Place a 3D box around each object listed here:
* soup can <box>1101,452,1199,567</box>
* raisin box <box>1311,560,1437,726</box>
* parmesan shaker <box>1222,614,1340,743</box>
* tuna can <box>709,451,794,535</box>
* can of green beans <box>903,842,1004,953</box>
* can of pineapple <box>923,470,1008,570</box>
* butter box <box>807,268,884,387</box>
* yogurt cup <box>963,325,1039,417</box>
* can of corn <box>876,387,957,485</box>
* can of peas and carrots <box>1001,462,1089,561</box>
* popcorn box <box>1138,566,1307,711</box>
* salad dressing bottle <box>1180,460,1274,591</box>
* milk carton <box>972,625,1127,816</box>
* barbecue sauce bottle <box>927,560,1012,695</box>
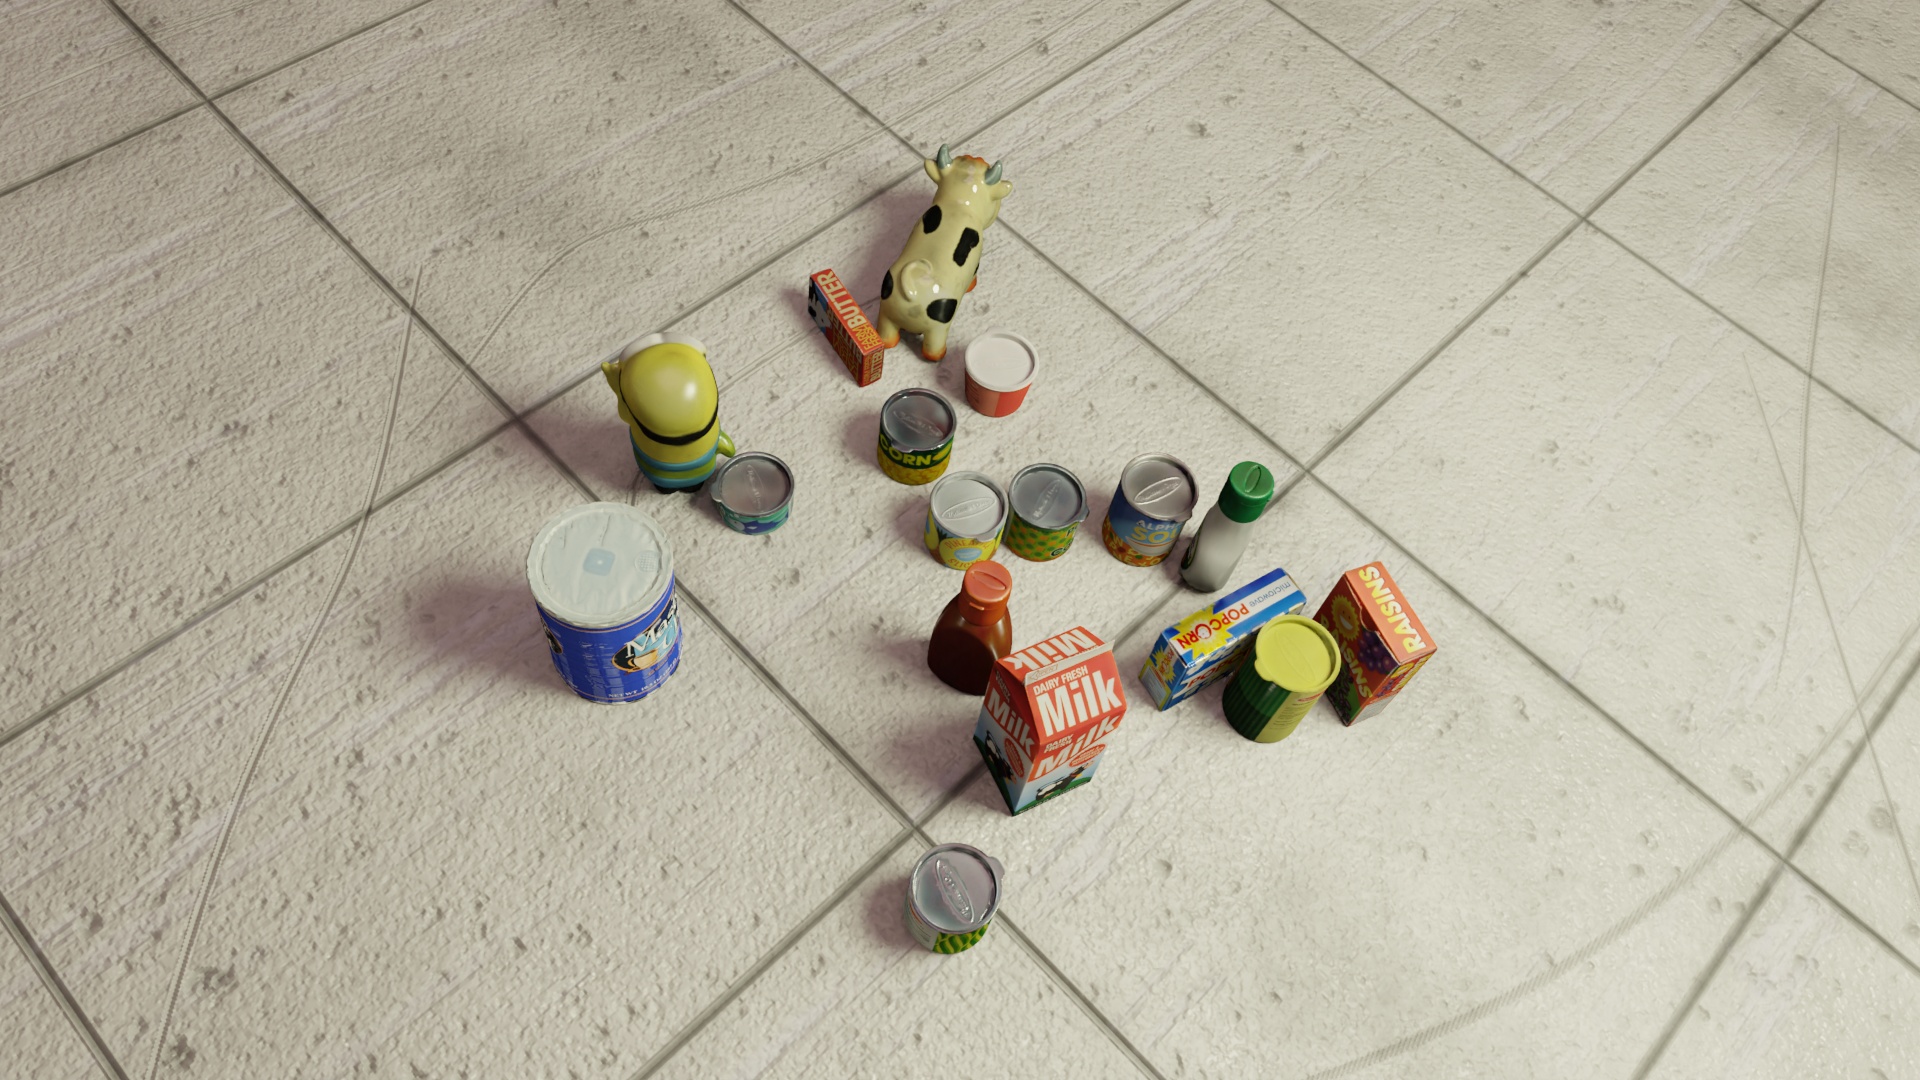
[{"bbox_3d":[0.162,-0.023,1.182,0.071,0.083,0.071,3,59,-6],"label":"soup can"},{"bbox_3d":[0.323,0.084,1.116,0.040,0.122,0.086,-17,63,-17],"label":"raisin box"},{"bbox_3d":[0.250,0.112,1.101,0.071,0.102,0.071,3,59,-6],"label":"parmesan shaker"},{"bbox_3d":[-0.176,-0.039,1.177,0.071,0.032,0.071,3,59,-6],"label":"tuna can"},{"bbox_3d":[-0.007,0.259,1.005,0.071,0.057,0.071,3,59,-6],"label":"can of green beans"},{"bbox_3d":[0.004,-0.015,1.172,0.071,0.057,0.071,3,59,-6],"label":"can of pineapple"},{"bbox_3d":[-0.105,-0.194,1.269,0.024,0.053,0.104,-25,65,-21],"label":"butter box"},{"bbox_3d":[0.034,-0.148,1.259,0.072,0.053,0.073,3,59,-6],"label":"yogurt cup"},{"bbox_3d":[-0.040,-0.088,1.210,0.071,0.058,0.071,3,59,-6],"label":"can of corn"},{"bbox_3d":[0.072,-0.022,1.185,0.071,0.058,0.071,3,59,-6],"label":"can of peas and carrots"},{"bbox_3d":[0.212,0.080,1.126,0.127,0.084,0.038,-26,66,-21],"label":"popcorn box"},{"bbox_3d":[0.221,-0.011,1.146,0.044,0.147,0.064,26,60,8],"label":"salad dressing bottle"},{"bbox_3d":[0.065,0.127,1.017,0.072,0.189,0.073,-20,64,-18],"label":"milk carton"},{"bbox_3d":[0.012,0.067,1.070,0.065,0.147,0.044,25,59,8],"label":"barbecue sauce bottle"}]
